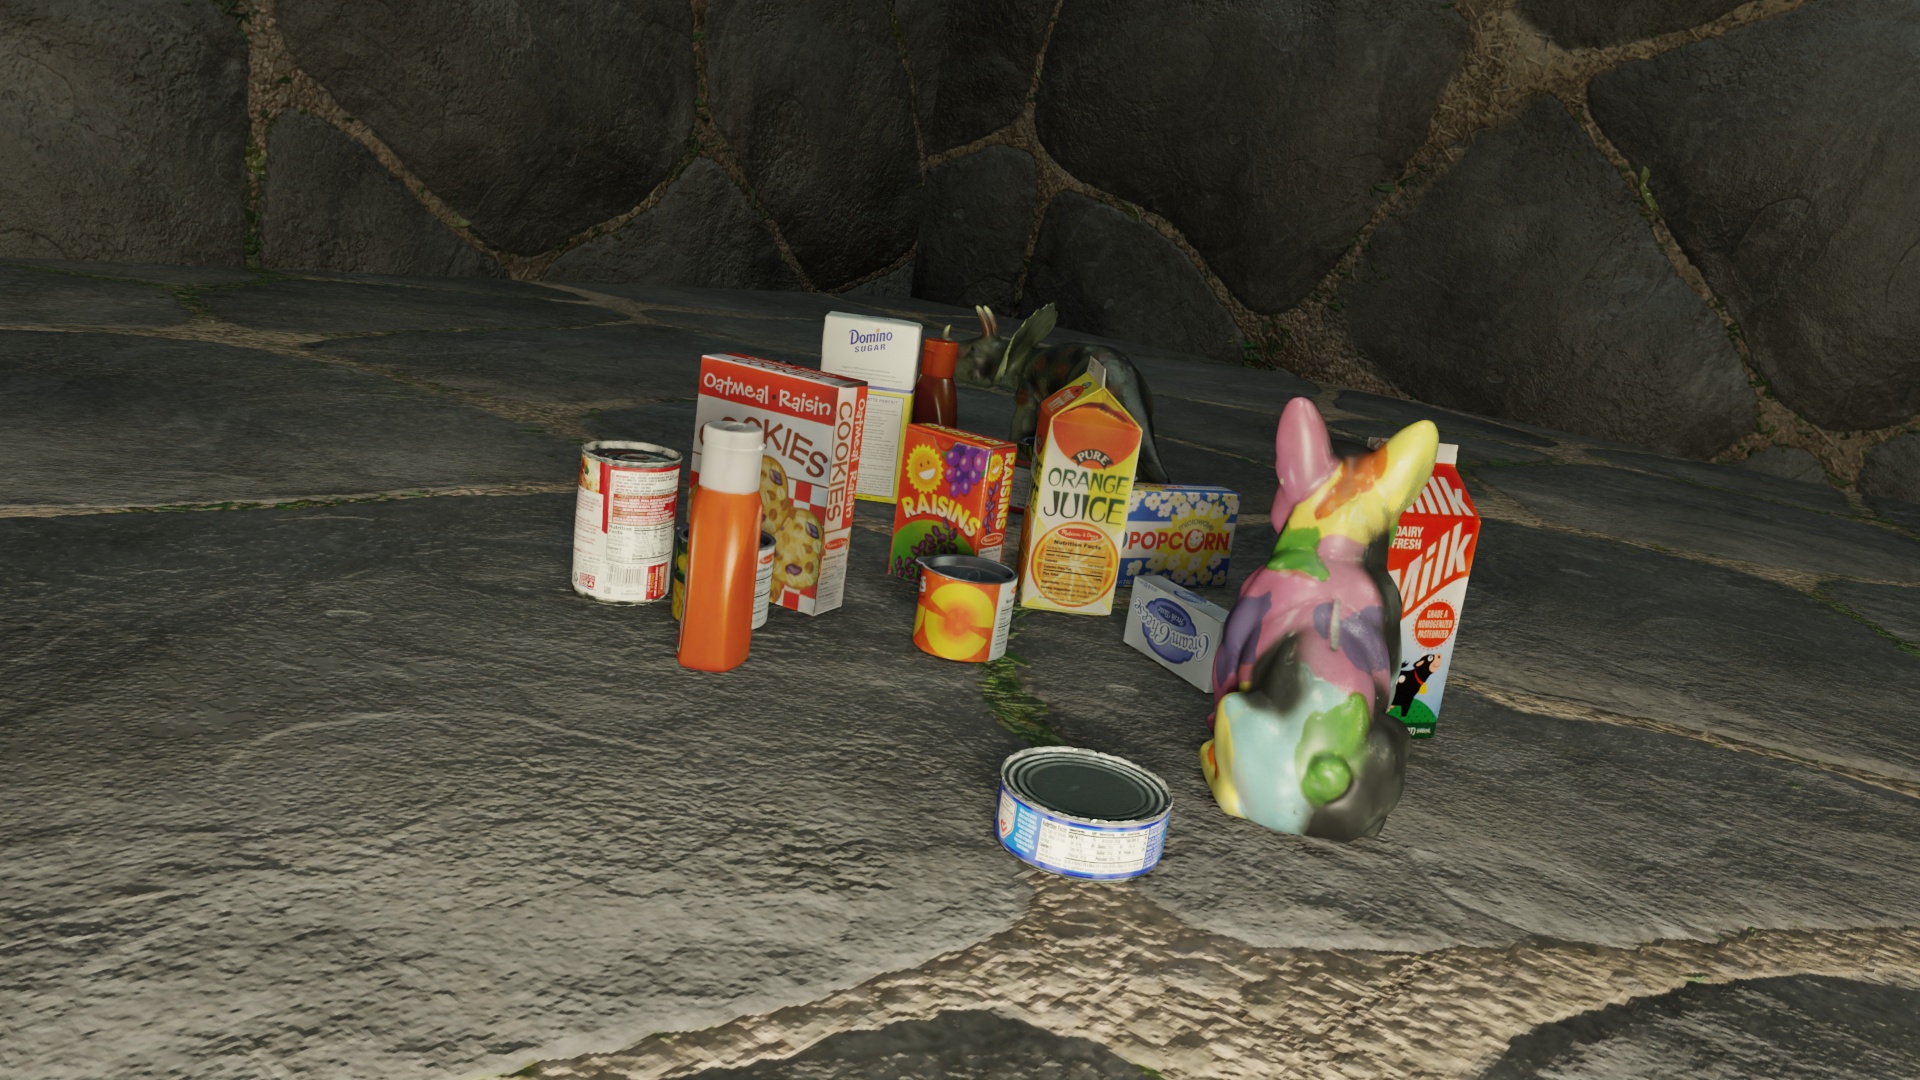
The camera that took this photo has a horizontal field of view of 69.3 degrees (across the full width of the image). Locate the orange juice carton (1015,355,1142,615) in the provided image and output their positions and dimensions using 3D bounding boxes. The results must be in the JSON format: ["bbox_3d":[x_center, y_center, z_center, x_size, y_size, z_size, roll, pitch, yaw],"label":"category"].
[{"bbox_3d":[0.093,-0.045,1.086,0.073,0.192,0.072,7,14,-5],"label":"orange juice carton"}]

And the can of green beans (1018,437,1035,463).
[{"bbox_3d":[0.094,-0.075,1.485,0.071,0.057,0.071,8,14,-2],"label":"can of green beans"}]

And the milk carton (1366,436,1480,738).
[{"bbox_3d":[0.276,0.028,0.904,0.072,0.190,0.073,3,14,-21],"label":"milk carton"}]

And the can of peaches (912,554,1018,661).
[{"bbox_3d":[0.000,0.045,0.953,0.071,0.058,0.071,8,14,-2],"label":"can of peaches"}]

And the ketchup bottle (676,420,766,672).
[{"bbox_3d":[-0.145,0.003,0.855,0.043,0.148,0.065,8,14,1],"label":"ketchup bottle"}]

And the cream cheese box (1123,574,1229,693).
[{"bbox_3d":[0.156,0.064,0.975,0.024,0.053,0.104,1,16,-28],"label":"cream cheese box"}]

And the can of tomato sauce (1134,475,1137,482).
[{"bbox_3d":[0.119,-0.020,1.227,0.071,0.083,0.071,8,14,-2],"label":"can of tomato sauce"}]

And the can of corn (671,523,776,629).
[{"bbox_3d":[-0.164,0.024,0.945,0.071,0.058,0.071,8,14,-2],"label":"can of corn"}]

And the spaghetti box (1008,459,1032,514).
[{"bbox_3d":[0.114,-0.040,1.371,0.250,0.050,0.029,15,15,25],"label":"spaghetti box"}]

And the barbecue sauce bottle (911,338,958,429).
[{"bbox_3d":[-0.030,-0.140,1.486,0.065,0.148,0.044,19,17,39],"label":"barbecue sauce bottle"}]

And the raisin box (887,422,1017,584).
[{"bbox_3d":[-0.008,-0.024,1.089,0.086,0.123,0.040,18,17,35],"label":"raisin box"}]

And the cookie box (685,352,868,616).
[{"bbox_3d":[-0.136,-0.043,1.004,0.123,0.167,0.040,15,15,27],"label":"cookie box"}]

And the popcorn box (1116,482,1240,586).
[{"bbox_3d":[0.175,-0.005,1.196,0.127,0.085,0.038,1,15,-27],"label":"popcorn box"}]
